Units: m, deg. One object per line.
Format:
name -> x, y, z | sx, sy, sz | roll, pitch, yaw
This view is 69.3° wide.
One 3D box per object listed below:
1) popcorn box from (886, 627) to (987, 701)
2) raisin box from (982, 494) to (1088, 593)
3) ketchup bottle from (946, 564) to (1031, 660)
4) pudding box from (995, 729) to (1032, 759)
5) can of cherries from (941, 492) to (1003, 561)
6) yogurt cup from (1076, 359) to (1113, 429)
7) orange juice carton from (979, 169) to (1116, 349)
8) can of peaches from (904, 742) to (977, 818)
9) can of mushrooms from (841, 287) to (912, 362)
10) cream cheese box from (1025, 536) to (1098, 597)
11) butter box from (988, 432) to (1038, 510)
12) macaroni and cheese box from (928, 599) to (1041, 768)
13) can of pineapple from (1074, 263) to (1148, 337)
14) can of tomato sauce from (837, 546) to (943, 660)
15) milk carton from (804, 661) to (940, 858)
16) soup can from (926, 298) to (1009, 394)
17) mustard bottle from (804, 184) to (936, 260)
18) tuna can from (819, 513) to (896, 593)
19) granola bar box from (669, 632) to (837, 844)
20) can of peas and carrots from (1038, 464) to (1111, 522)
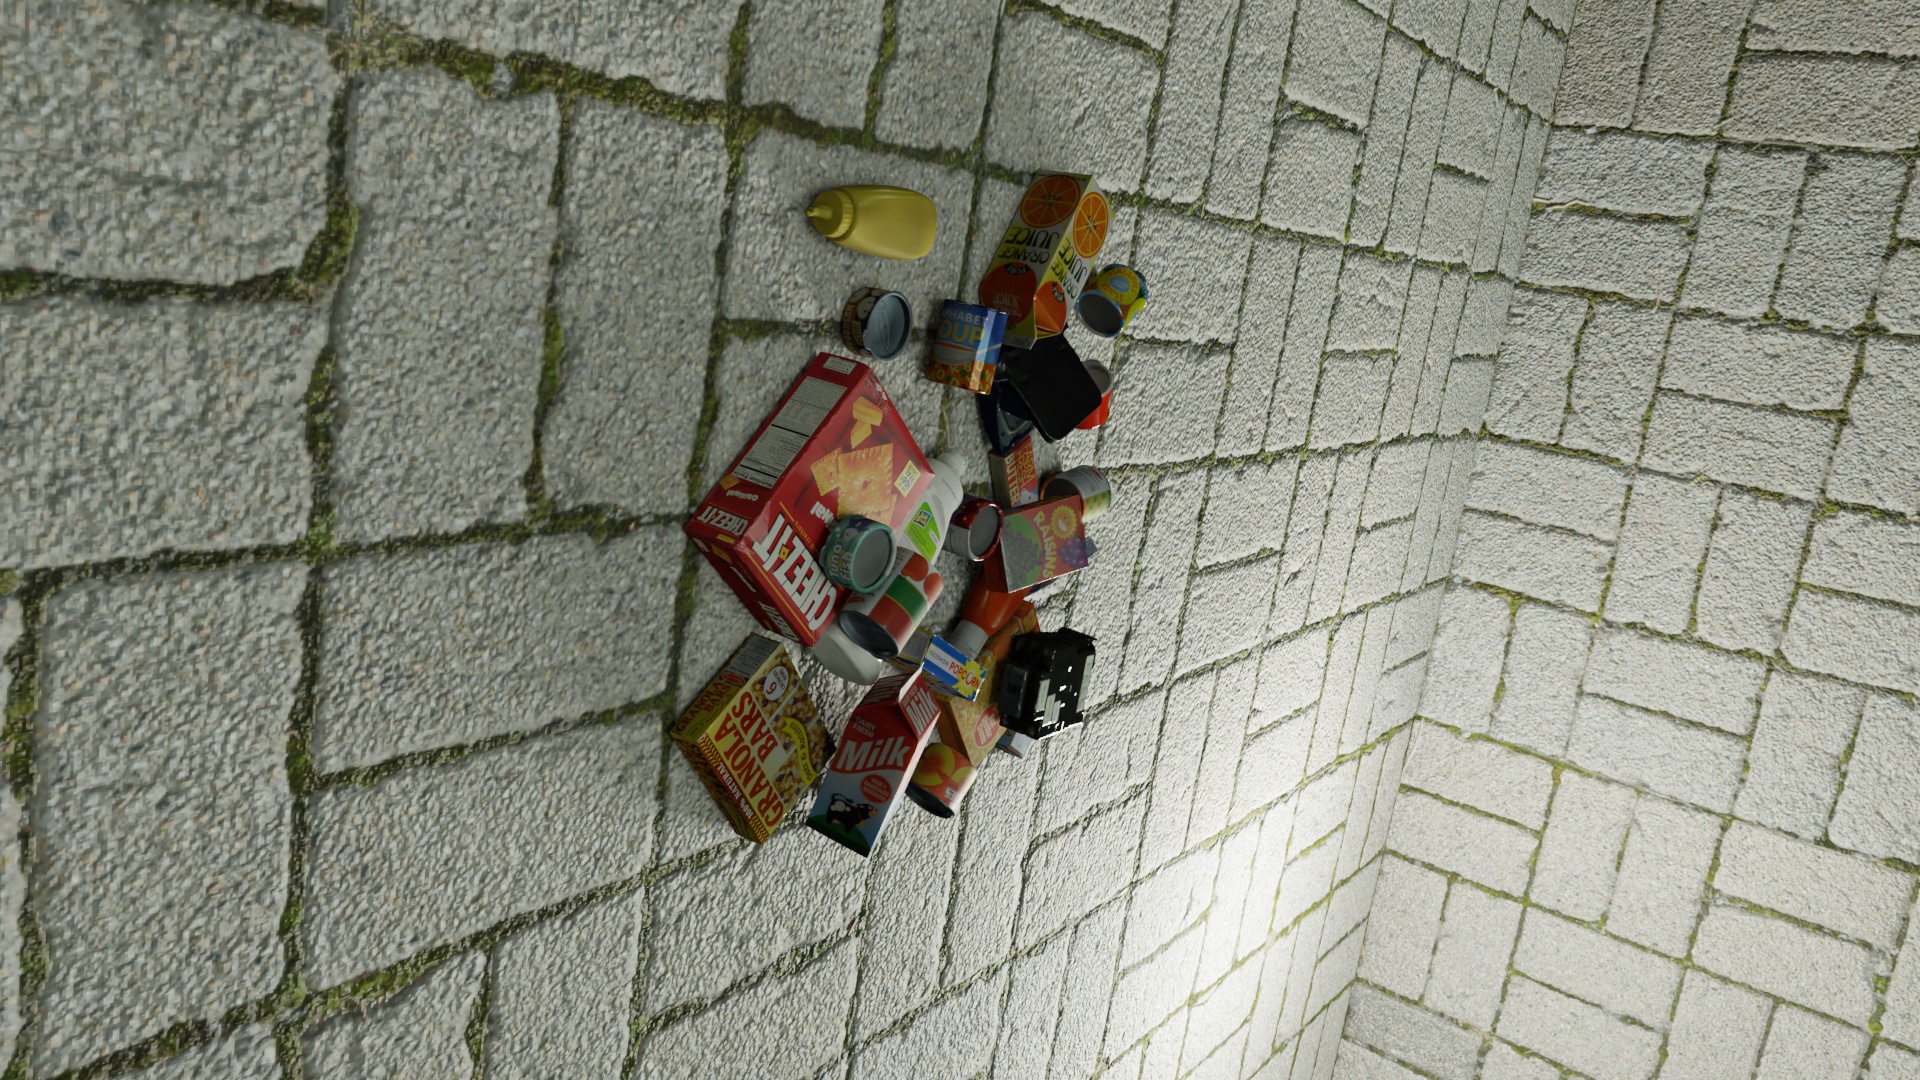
popcorn box -> -0.039, 0.121, 1.438 | 0.126, 0.085, 0.038 | 41, 69, -54
raisin box -> 0.082, 0.002, 1.538 | 0.124, 0.040, 0.086 | -16, 101, -37
ketchup bottle -> 0.034, 0.070, 1.557 | 0.064, 0.043, 0.149 | 49, 63, -36
pudding box -> 0.073, 0.218, 1.691 | 0.049, 0.030, 0.084 | 44, 67, -52
can of cherries -> 0.005, -0.018, 1.466 | 0.072, 0.058, 0.071 | -28, 126, -46
yogurt cup -> 0.143, -0.164, 1.598 | 0.073, 0.072, 0.053 | -49, 148, -31
orange juice carton -> 0.084, -0.286, 1.452 | 0.073, 0.072, 0.193 | 44, 67, -53
can of peaches -> -0.021, 0.267, 1.540 | 0.058, 0.071, 0.071 | -55, 142, -27
can of mushrooms -> -0.079, -0.200, 1.289 | 0.071, 0.033, 0.070 | -29, 127, -47
cream cheese box -> 0.114, 0.030, 1.647 | 0.104, 0.053, 0.024 | -32, 91, -45
butter box -> 0.061, -0.065, 1.556 | 0.053, 0.024, 0.103 | -41, 134, -38
macaroni and cheese box -> 0.035, 0.162, 1.603 | 0.167, 0.040, 0.123 | -48, 140, -32
can of pineapple -> 0.173, -0.275, 1.588 | 0.058, 0.071, 0.070 | -49, 139, -31
can of tomato sauce -> -0.063, 0.058, 1.285 | 0.083, 0.071, 0.071 | -55, 142, -30
milk carton -> -0.080, 0.208, 1.364 | 0.189, 0.073, 0.072 | -66, 173, 23
soup can -> 0.006, -0.193, 1.383 | 0.071, 0.071, 0.083 | 5, 100, -56
mustard bottle -> -0.085, -0.286, 1.229 | 0.160, 0.049, 0.065 | -6, 109, -53
tuna can -> -0.091, 0.012, 1.237 | 0.071, 0.033, 0.070 | -32, 131, -45
granola bar box -> -0.189, 0.185, 1.292 | 0.125, 0.039, 0.164 | -52, 141, -30
can of peas and carrots -> 0.133, -0.049, 1.631 | 0.059, 0.071, 0.070 | -21, 120, -49
